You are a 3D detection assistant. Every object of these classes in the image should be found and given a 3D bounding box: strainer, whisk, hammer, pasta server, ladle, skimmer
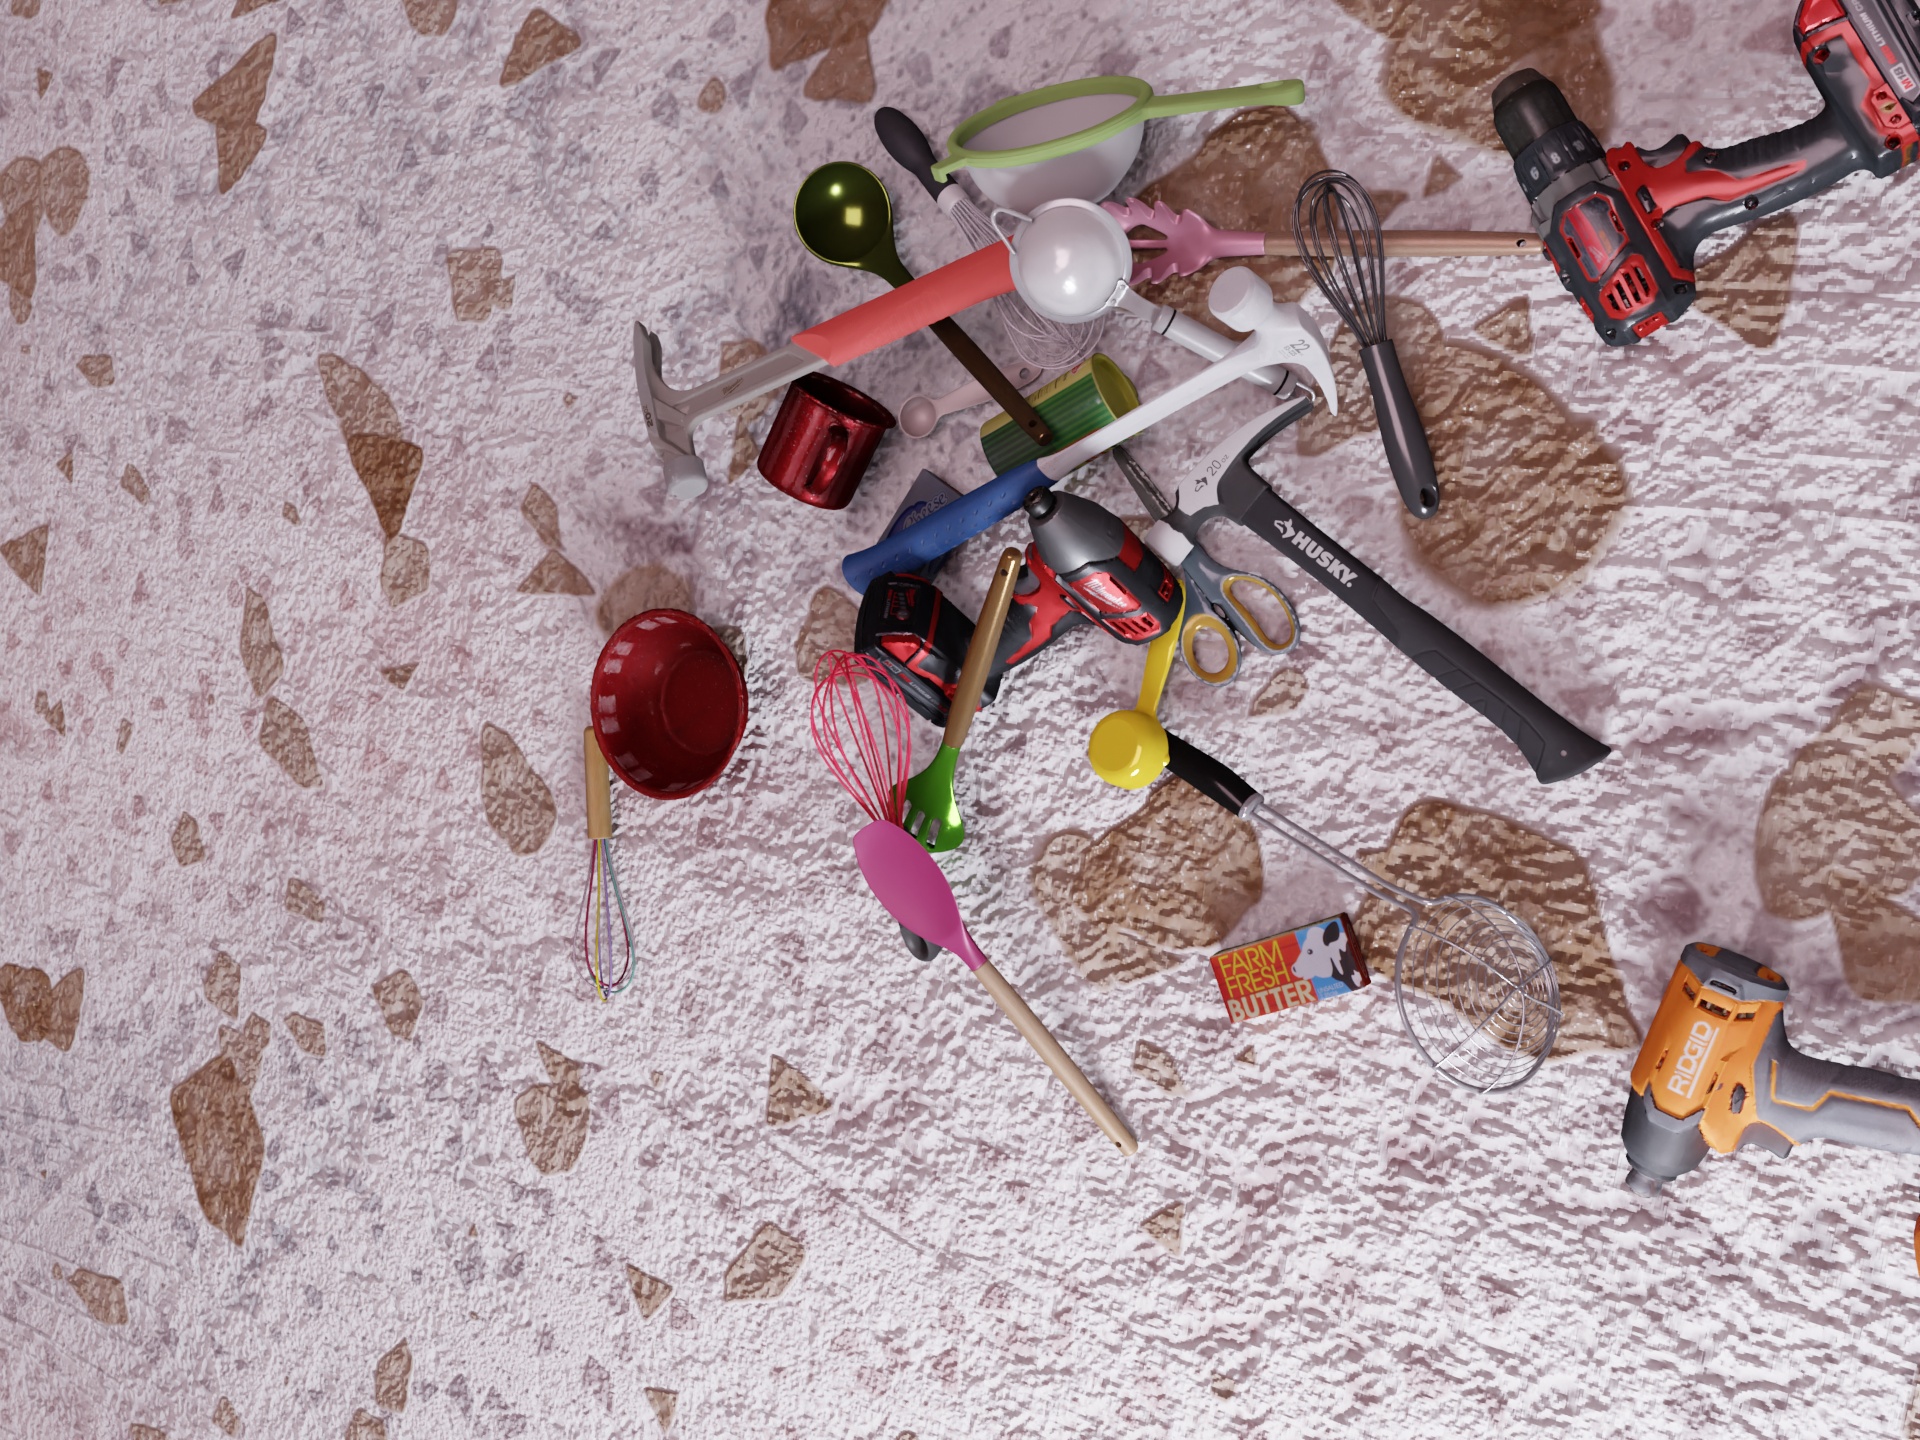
[{"bbox_3d":[0.118,-0.404,1.123,0.256,0.152,0.069,2,129,25],"label":"strainer"},{"bbox_3d":[-0.055,0.070,1.193,0.073,0.073,0.295,7,128,28],"label":"whisk"},{"bbox_3d":[0.075,-0.178,1.115,0.405,0.144,0.035,-25,59,37],"label":"hammer"},{"bbox_3d":[0.274,-0.247,1.056,0.055,0.055,0.239,-16,97,28],"label":"whisk"},{"bbox_3d":[0.133,-0.279,1.091,0.258,0.050,0.086,26,127,-8],"label":"strainer"},{"bbox_3d":[0.292,-0.078,1.071,0.335,0.035,0.146,42,103,18],"label":"hammer"},{"bbox_3d":[0.235,-0.328,1.095,0.316,0.040,0.060,9,107,27],"label":"pasta server"},{"bbox_3d":[0.012,-0.371,1.205,0.070,0.070,0.285,-45,67,23],"label":"whisk"},{"bbox_3d":[-0.319,0.126,1.412,0.051,0.047,0.245,-5,87,30],"label":"whisk"},{"bbox_3d":[-0.027,-0.312,1.191,0.078,0.062,0.320,-41,59,8],"label":"ladle"},{"bbox_3d":[-0.078,-0.294,1.172,0.359,0.036,0.149,-20,71,17],"label":"hammer"},{"bbox_3d":[0.245,0.111,1.095,0.364,0.127,0.090,35,145,34],"label":"skimmer"}]

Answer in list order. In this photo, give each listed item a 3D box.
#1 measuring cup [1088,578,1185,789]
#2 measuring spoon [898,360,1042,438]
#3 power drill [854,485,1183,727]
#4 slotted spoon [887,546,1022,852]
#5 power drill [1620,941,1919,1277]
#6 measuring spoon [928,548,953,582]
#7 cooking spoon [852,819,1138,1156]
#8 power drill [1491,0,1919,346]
[{"bbox_3d":[0.130,-0.028,1.141,0.062,0.029,0.156,17,94,41],"label":"measuring cup"},{"bbox_3d":[0.009,-0.251,1.236,0.124,0.018,0.034,-18,82,21],"label":"measuring spoon"},{"bbox_3d":[0.034,-0.086,1.144,0.219,0.143,0.079,-23,42,35],"label":"power drill"},{"bbox_3d":[-0.002,-0.004,1.159,0.070,0.031,0.313,30,134,12],"label":"slotted spoon"},{"bbox_3d":[0.516,0.251,0.946,0.227,0.084,0.164,25,104,29],"label":"power drill"},{"bbox_3d":[-0.039,-0.101,1.270,0.021,0.011,0.117,46,108,27],"label":"measuring spoon"},{"bbox_3d":[0.030,0.200,1.180,0.068,0.017,0.319,-35,96,38],"label":"cooking spoon"},{"bbox_3d":[0.449,-0.360,0.958,0.226,0.080,0.188,-30,78,29],"label":"power drill"}]
